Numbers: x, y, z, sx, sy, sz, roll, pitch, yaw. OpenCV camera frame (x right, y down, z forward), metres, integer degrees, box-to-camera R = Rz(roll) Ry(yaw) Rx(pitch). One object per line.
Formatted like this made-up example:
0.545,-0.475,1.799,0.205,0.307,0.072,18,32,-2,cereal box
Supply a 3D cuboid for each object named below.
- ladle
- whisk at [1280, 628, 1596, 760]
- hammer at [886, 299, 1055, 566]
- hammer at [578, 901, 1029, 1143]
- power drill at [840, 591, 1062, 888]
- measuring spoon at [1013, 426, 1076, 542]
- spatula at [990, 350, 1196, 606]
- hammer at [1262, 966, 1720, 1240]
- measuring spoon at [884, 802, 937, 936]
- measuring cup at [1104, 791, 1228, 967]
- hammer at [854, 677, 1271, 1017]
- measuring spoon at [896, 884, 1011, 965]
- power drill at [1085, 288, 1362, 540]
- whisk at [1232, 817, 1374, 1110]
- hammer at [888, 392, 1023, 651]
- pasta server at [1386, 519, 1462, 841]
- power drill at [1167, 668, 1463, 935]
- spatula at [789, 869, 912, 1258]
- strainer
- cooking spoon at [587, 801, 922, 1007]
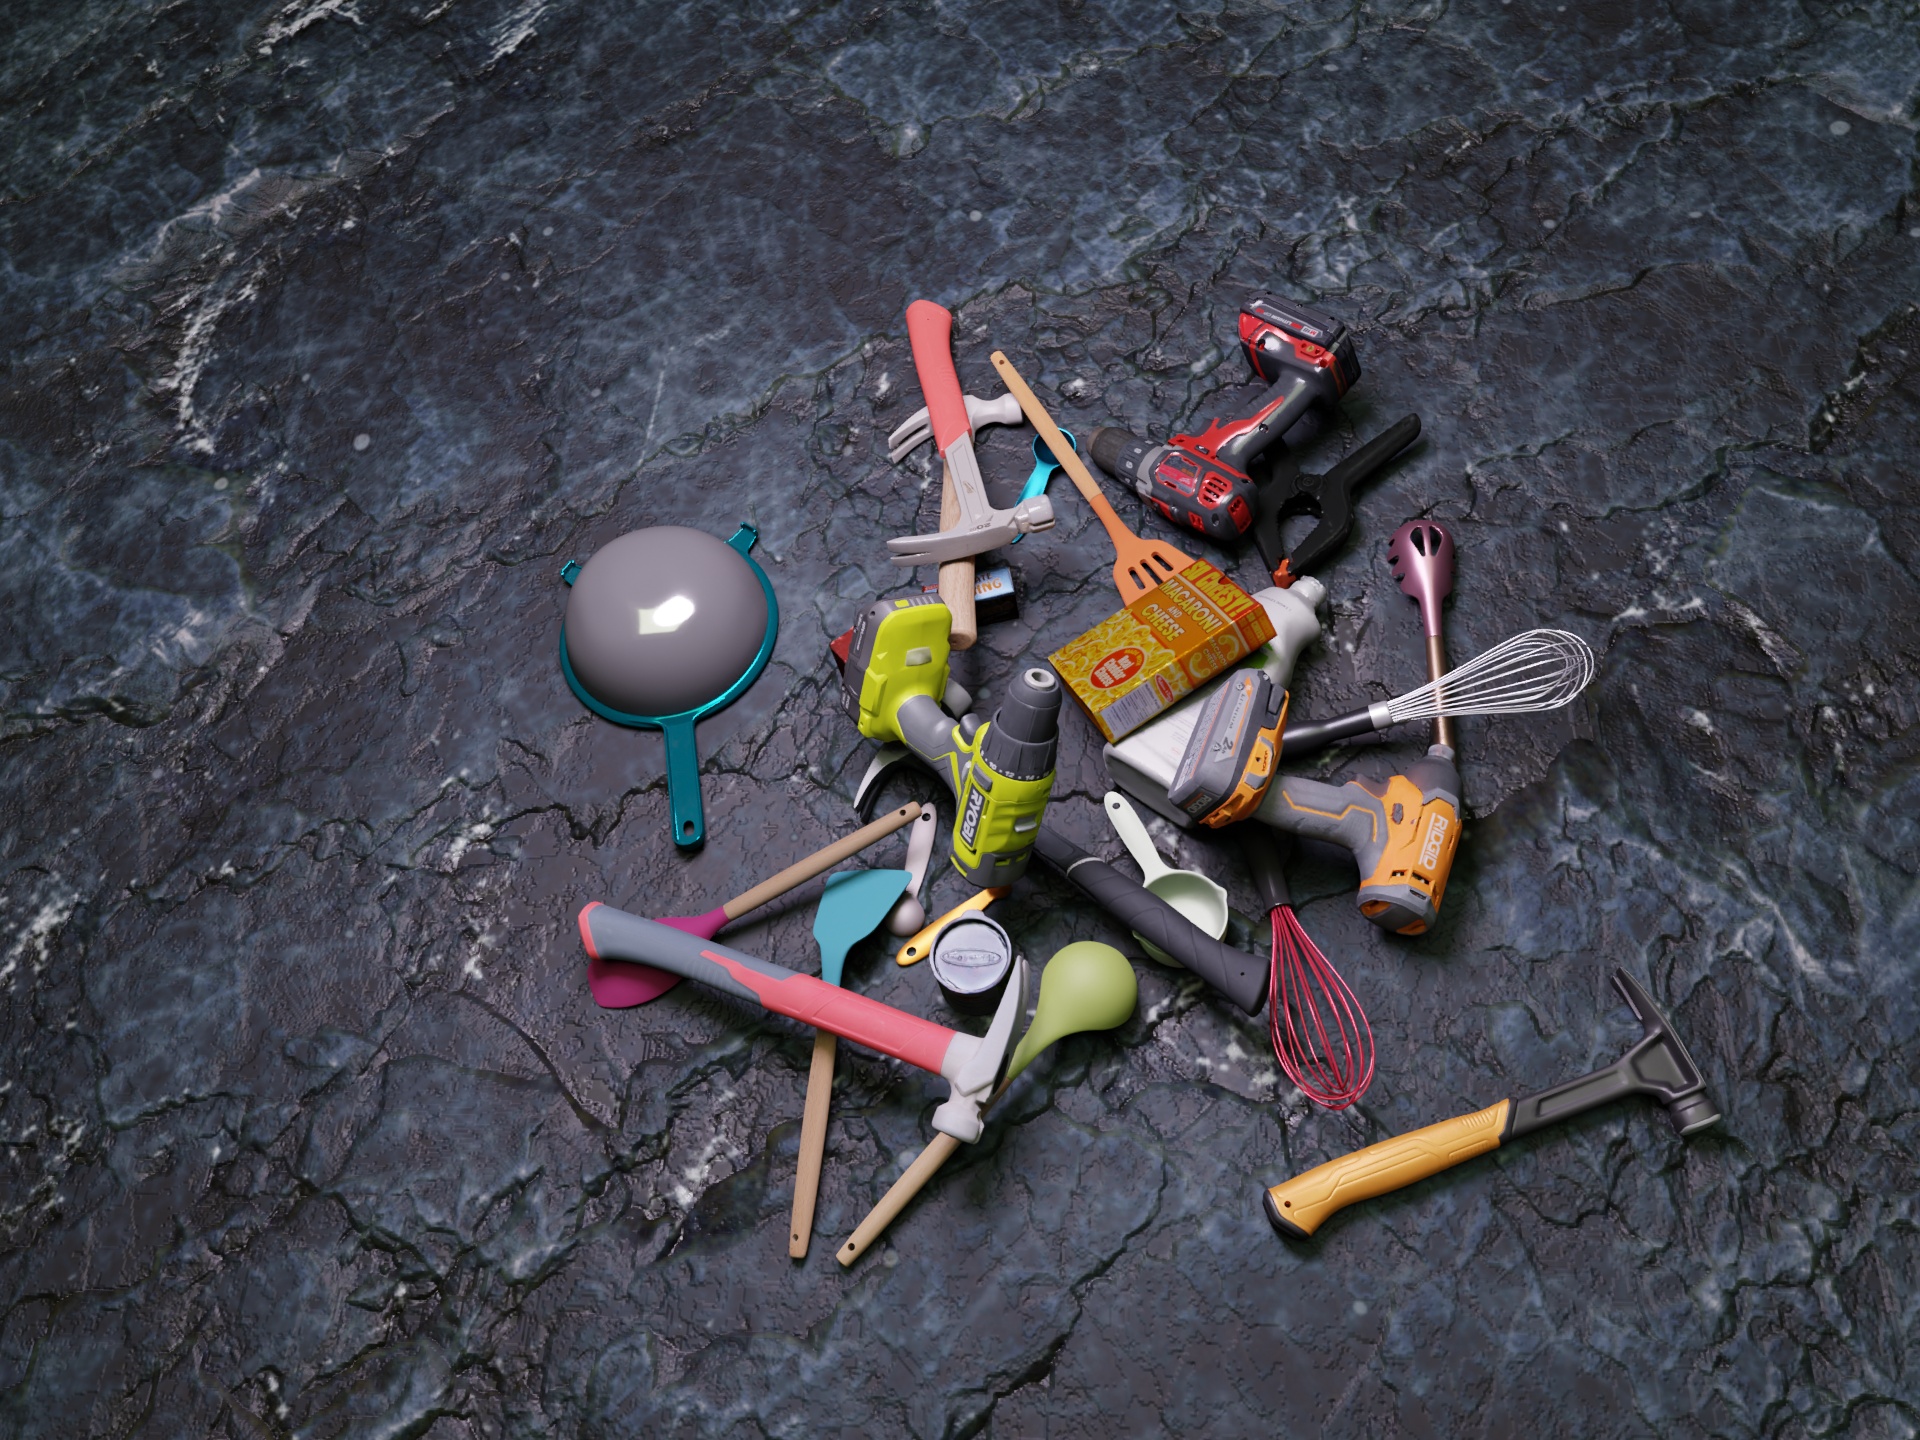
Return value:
0.020,0.300,1.242,0.078,0.062,0.320,39,80,24,ladle
0.382,-0.012,1.322,0.284,0.070,0.070,-17,60,17,whisk
-0.020,-0.284,1.510,0.149,0.036,0.359,-13,48,0,hammer
-0.135,0.201,1.265,0.386,0.038,0.143,16,75,22,hammer
-0.002,-0.004,1.271,0.080,0.190,0.229,-12,43,-32,power drill
0.073,-0.222,1.526,0.042,0.021,0.129,22,76,11,measuring spoon
0.114,-0.230,1.491,0.081,0.041,0.323,-33,71,1,spatula
0.382,0.300,1.188,0.337,0.034,0.127,-20,62,-3,hammer
-0.039,0.123,1.350,0.034,0.018,0.124,6,62,11,measuring spoon
0.161,0.130,1.311,0.083,0.038,0.168,-25,55,-4,measuring cup
0.083,0.113,1.298,0.409,0.036,0.149,34,71,31,hammer
-0.006,0.166,1.326,0.117,0.011,0.021,-36,63,-11,measuring spoon
0.241,-0.287,1.481,0.188,0.080,0.227,35,84,37,power drill
0.259,0.168,1.263,0.073,0.073,0.296,-13,55,1,whisk
-0.005,-0.190,1.468,0.130,0.031,0.332,-6,48,7,hammer
0.411,-0.043,1.375,0.060,0.040,0.316,-1,66,7,pasta server
0.296,0.051,1.270,0.226,0.084,0.164,28,63,-4,power drill
-0.102,0.266,1.276,0.082,0.044,0.318,-4,67,26,spatula
-0.269,-0.051,1.432,0.211,0.095,0.341,-12,60,1,strainer
-0.173,0.149,1.332,0.319,0.017,0.069,-29,62,3,cooking spoon
